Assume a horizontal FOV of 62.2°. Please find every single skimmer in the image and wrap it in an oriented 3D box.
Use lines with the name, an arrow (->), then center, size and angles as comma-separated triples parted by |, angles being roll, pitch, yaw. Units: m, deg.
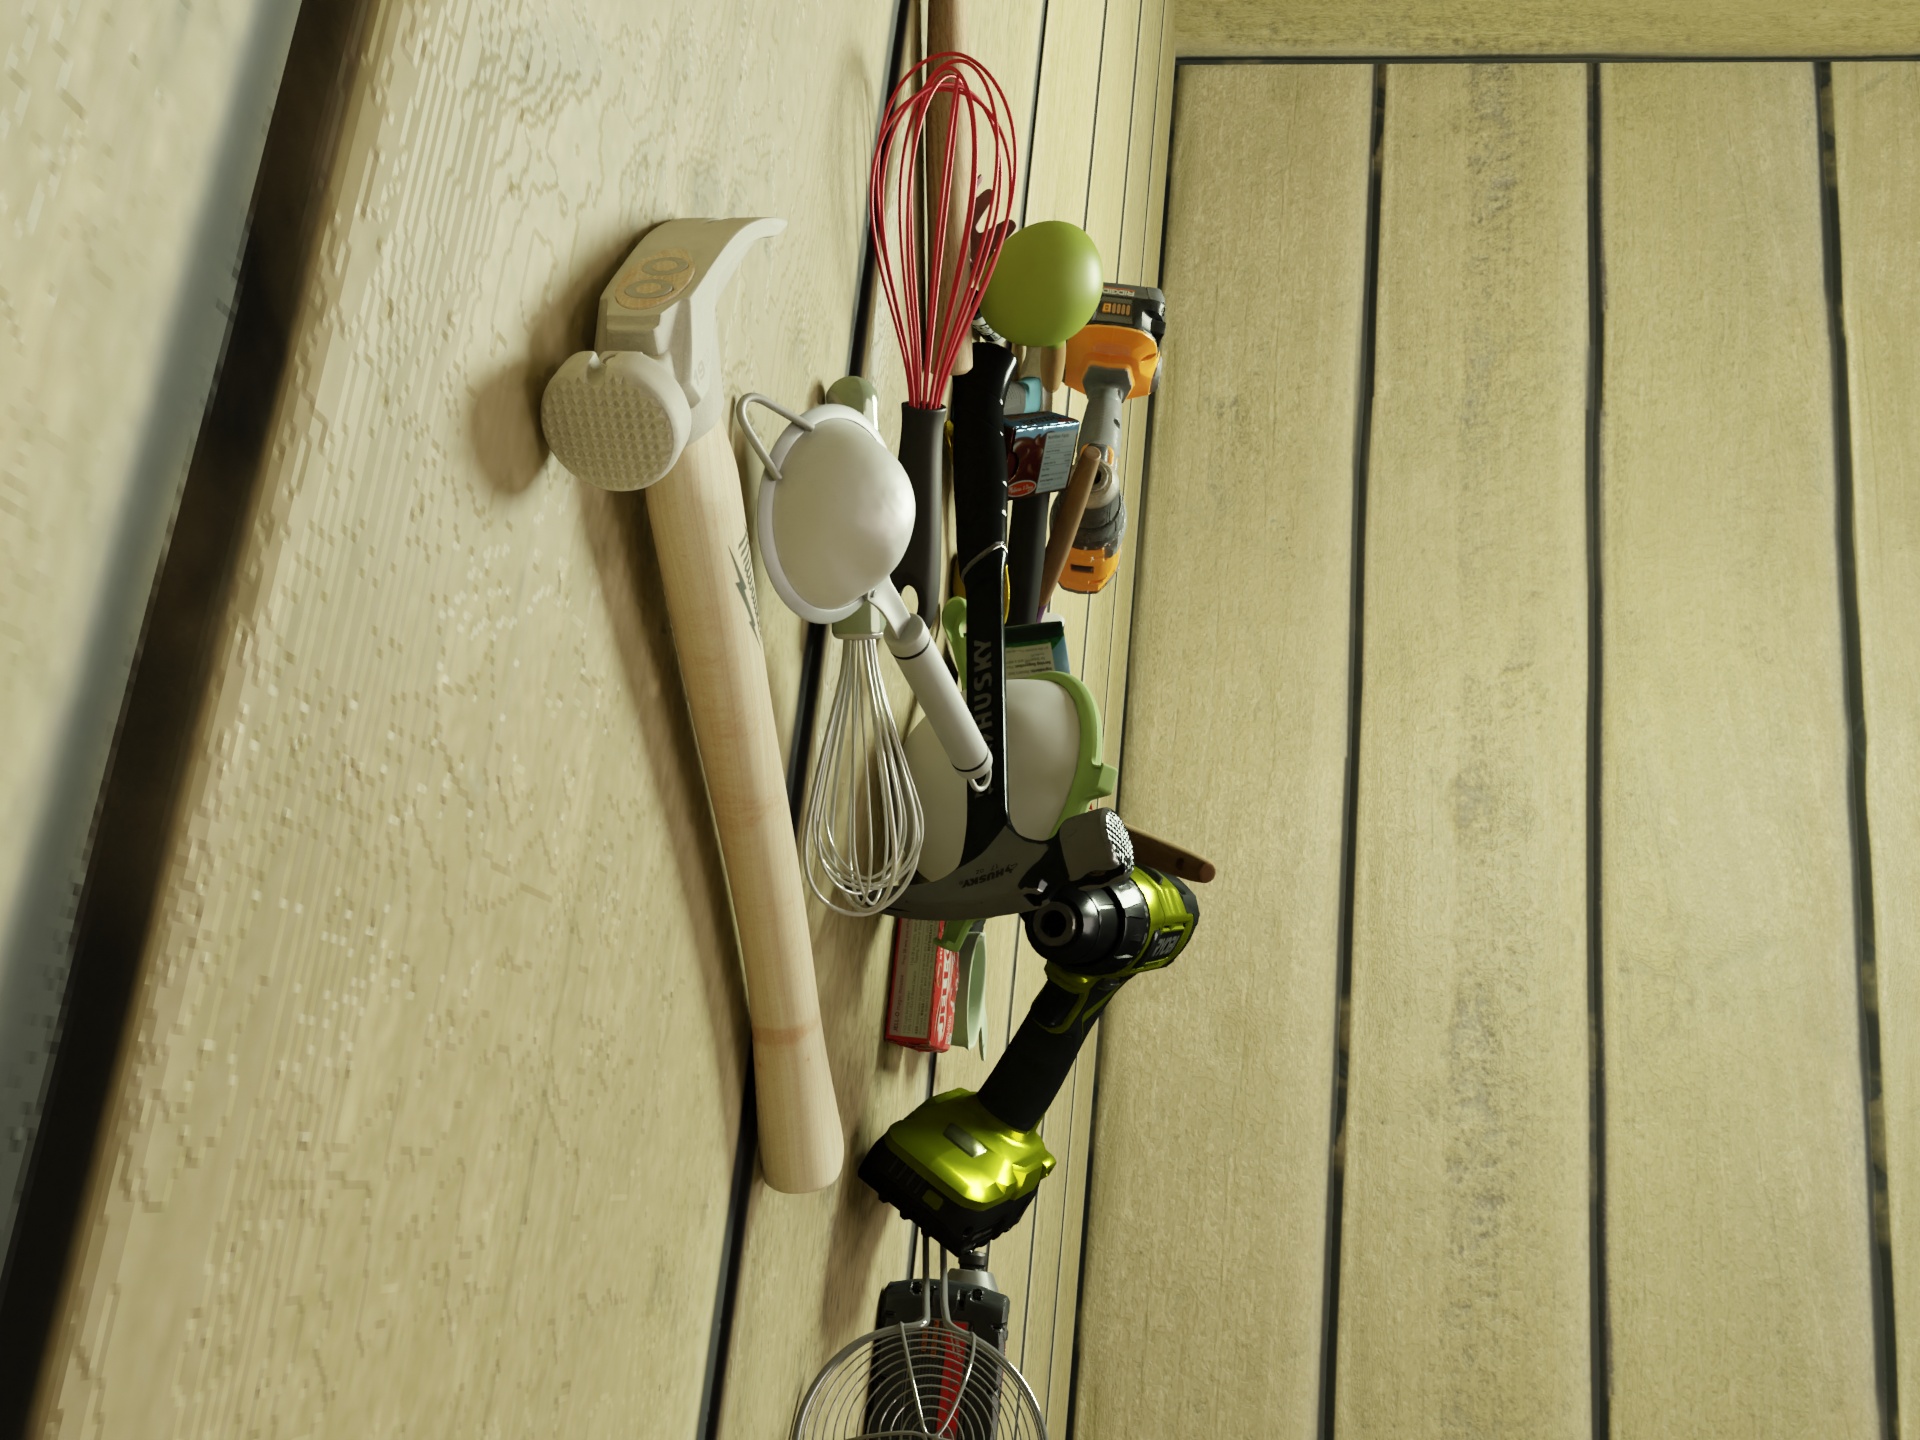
skimmer -> -0.020, 0.330, 0.897 | 0.363, 0.127, 0.090 | -94, -167, -79

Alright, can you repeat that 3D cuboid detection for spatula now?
spatula -> 0.066, -0.105, 1.214 | 0.315, 0.018, 0.060 | 108, -19, -59

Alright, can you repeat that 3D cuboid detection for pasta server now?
pasta server -> 0.031, -0.313, 1.096 | 0.060, 0.040, 0.316 | 54, 11, -2

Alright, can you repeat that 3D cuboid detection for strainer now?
strainer -> -0.001, -0.003, 0.928 | 0.151, 0.069, 0.257 | -48, -147, 26
strainer -> -0.023, -0.042, 0.675 | 0.087, 0.050, 0.258 | -62, 149, -25

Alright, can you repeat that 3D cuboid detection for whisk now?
whisk -> -0.047, -0.031, 0.723 | 0.058, 0.059, 0.246 | 11, -76, 62
whisk -> -0.016, -0.178, 0.802 | 0.073, 0.073, 0.295 | -64, 161, -66

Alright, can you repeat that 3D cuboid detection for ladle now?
ladle -> 0.055, -0.260, 1.058 | 0.062, 0.078, 0.320 | 56, 4, -1
ladle -> 0.051, 0.053, 0.896 | 0.315, 0.031, 0.069 | 16, -88, 64

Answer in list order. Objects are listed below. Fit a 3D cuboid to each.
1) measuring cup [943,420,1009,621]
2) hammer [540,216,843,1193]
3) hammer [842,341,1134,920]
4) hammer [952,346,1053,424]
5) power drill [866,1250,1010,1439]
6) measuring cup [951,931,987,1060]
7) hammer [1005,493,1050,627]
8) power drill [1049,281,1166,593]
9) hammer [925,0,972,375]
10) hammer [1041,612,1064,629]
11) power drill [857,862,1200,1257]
measuring cup -> 0.001, -0.128, 1.051 | 0.062, 0.029, 0.156 | -73, 152, -48
hammer -> -0.075, 0.026, 0.588 | 0.146, 0.038, 0.410 | -77, 167, -51
hammer -> 0.010, -0.069, 0.882 | 0.036, 0.149, 0.409 | 47, 32, -44
hammer -> 0.037, -0.238, 1.177 | 0.331, 0.033, 0.128 | -54, 145, -73
power drill -> -0.005, 0.426, 1.057 | 0.219, 0.078, 0.143 | 75, 20, -70
measuring cup -> -0.003, 0.200, 1.090 | 0.167, 0.038, 0.083 | 82, 15, -59
hammer -> 0.041, -0.048, 1.177 | 0.146, 0.035, 0.334 | -72, 169, -56
power drill -> 0.110, -0.231, 1.253 | 0.185, 0.084, 0.226 | 78, 20, -76
hammer -> -0.007, -0.355, 0.865 | 0.130, 0.031, 0.331 | -66, 158, -66
hammer -> 0.077, 0.037, 1.348 | 0.337, 0.034, 0.127 | -88, 179, -60
power drill -> 0.040, 0.178, 0.888 | 0.228, 0.080, 0.190 | -59, 159, 7
